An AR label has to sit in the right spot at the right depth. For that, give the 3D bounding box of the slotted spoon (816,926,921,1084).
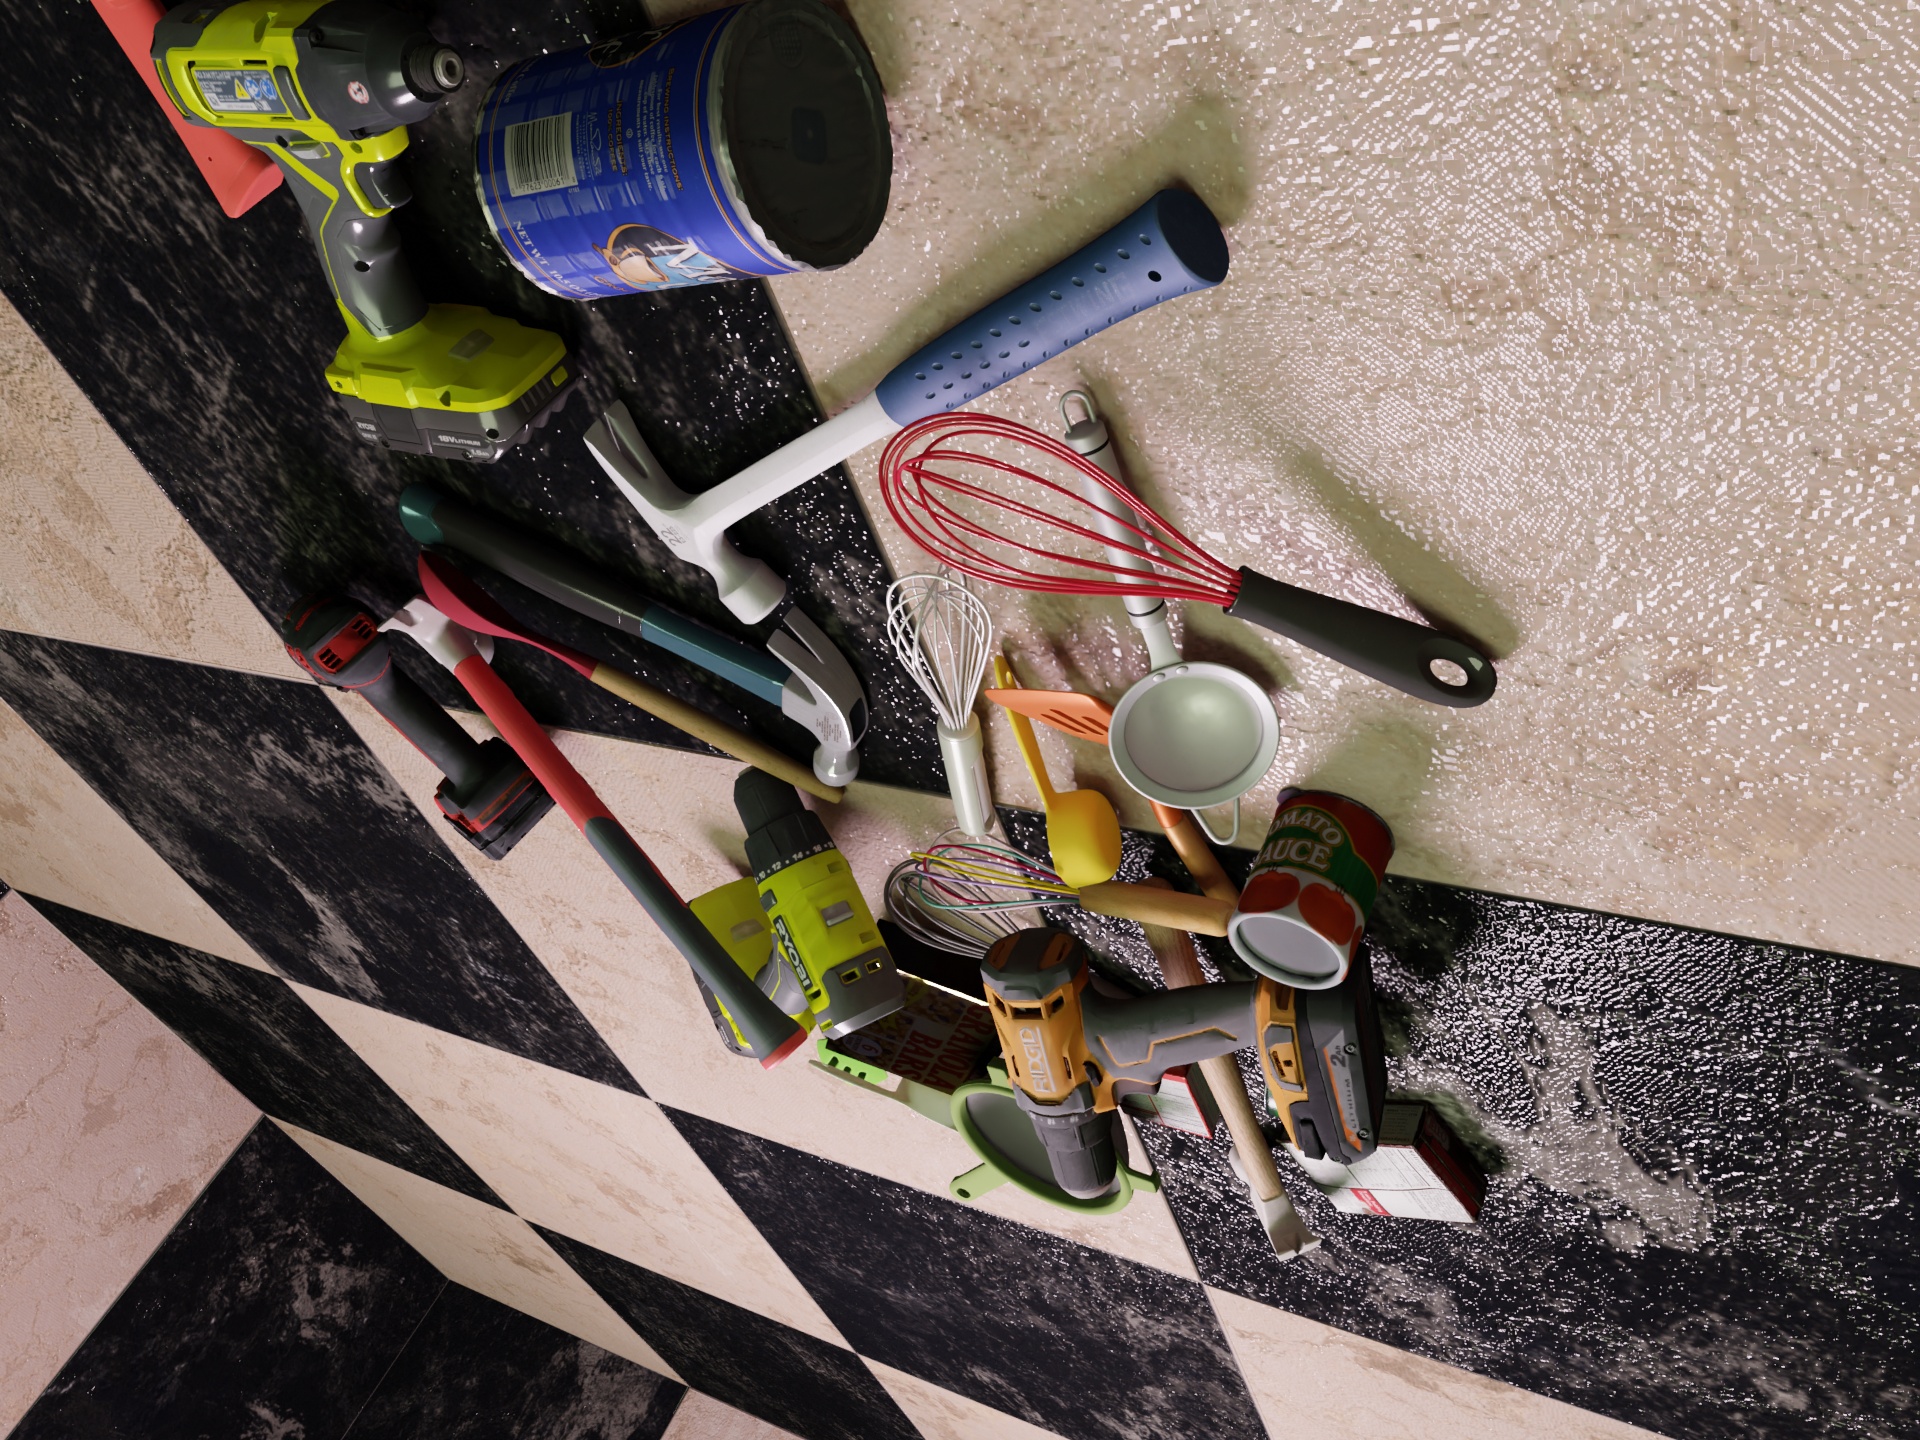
[{"bbox_3d":[-0.070,0.239,1.298,0.070,0.031,0.313,27,145,2],"label":"slotted spoon"}]

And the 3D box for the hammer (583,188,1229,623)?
[{"bbox_3d":[-0.042,-0.150,0.758,0.144,0.035,0.405,46,144,-21],"label":"hammer"}]

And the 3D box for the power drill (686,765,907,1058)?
[{"bbox_3d":[-0.132,0.145,1.142,0.191,0.080,0.228,64,151,10],"label":"power drill"}]

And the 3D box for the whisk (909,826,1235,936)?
[{"bbox_3d":[0.060,0.104,0.977,0.245,0.051,0.047,6,137,43],"label":"whisk"}]

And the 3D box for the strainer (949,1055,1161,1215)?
[{"bbox_3d":[0.054,0.322,1.236,0.151,0.069,0.256,37,146,-1],"label":"strainer"}]

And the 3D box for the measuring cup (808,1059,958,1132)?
[{"bbox_3d":[-0.047,0.287,1.282,0.167,0.038,0.083,27,178,-29],"label":"measuring cup"}]

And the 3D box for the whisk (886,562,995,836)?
[{"bbox_3d":[-0.001,-0.003,0.911,0.059,0.058,0.246,11,147,15],"label":"whisk"}]

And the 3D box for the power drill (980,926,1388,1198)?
[{"bbox_3d":[0.135,0.213,0.952,0.226,0.084,0.185,-4,115,23],"label":"power drill"}]

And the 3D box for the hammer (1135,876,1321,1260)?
[{"bbox_3d":[0.174,0.235,1.049,0.031,0.130,0.331,-24,121,1],"label":"hammer"}]

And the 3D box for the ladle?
[{"bbox_3d":[-0.217,-0.022,1.049,0.315,0.031,0.069,28,-173,-9],"label":"ladle"}]

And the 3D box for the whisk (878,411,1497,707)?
[{"bbox_3d":[0.103,-0.064,0.706,0.295,0.073,0.073,20,147,-6],"label":"whisk"}]

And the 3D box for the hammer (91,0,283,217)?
[{"bbox_3d":[-0.441,-0.405,0.744,0.149,0.037,0.358,8,140,31],"label":"hammer"}]

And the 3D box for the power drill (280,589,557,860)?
[{"bbox_3d":[-0.414,-0.008,1.189,0.226,0.080,0.188,50,162,-26],"label":"power drill"}]

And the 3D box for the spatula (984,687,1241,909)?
[{"bbox_3d":[0.128,0.079,0.917,0.081,0.041,0.322,4,140,47],"label":"spatula"}]

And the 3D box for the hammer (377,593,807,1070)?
[{"bbox_3d":[-0.239,0.074,1.054,0.386,0.038,0.143,49,176,5],"label":"hammer"}]

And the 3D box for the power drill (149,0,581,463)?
[{"bbox_3d":[-0.283,-0.244,0.794,0.171,0.080,0.223,13,139,27],"label":"power drill"}]

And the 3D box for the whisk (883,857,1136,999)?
[{"bbox_3d":[0.052,0.168,1.091,0.239,0.055,0.055,31,147,-6],"label":"whisk"}]

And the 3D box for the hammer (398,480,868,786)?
[{"bbox_3d":[-0.208,-0.067,1.001,0.331,0.033,0.128,26,147,9],"label":"hammer"}]

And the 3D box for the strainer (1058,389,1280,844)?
[{"bbox_3d":[0.095,-0.049,0.778,0.087,0.050,0.258,-16,123,13],"label":"strainer"}]

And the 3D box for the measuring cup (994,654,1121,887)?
[{"bbox_3d":[0.057,0.027,0.909,0.029,0.062,0.156,-11,119,24],"label":"measuring cup"}]
